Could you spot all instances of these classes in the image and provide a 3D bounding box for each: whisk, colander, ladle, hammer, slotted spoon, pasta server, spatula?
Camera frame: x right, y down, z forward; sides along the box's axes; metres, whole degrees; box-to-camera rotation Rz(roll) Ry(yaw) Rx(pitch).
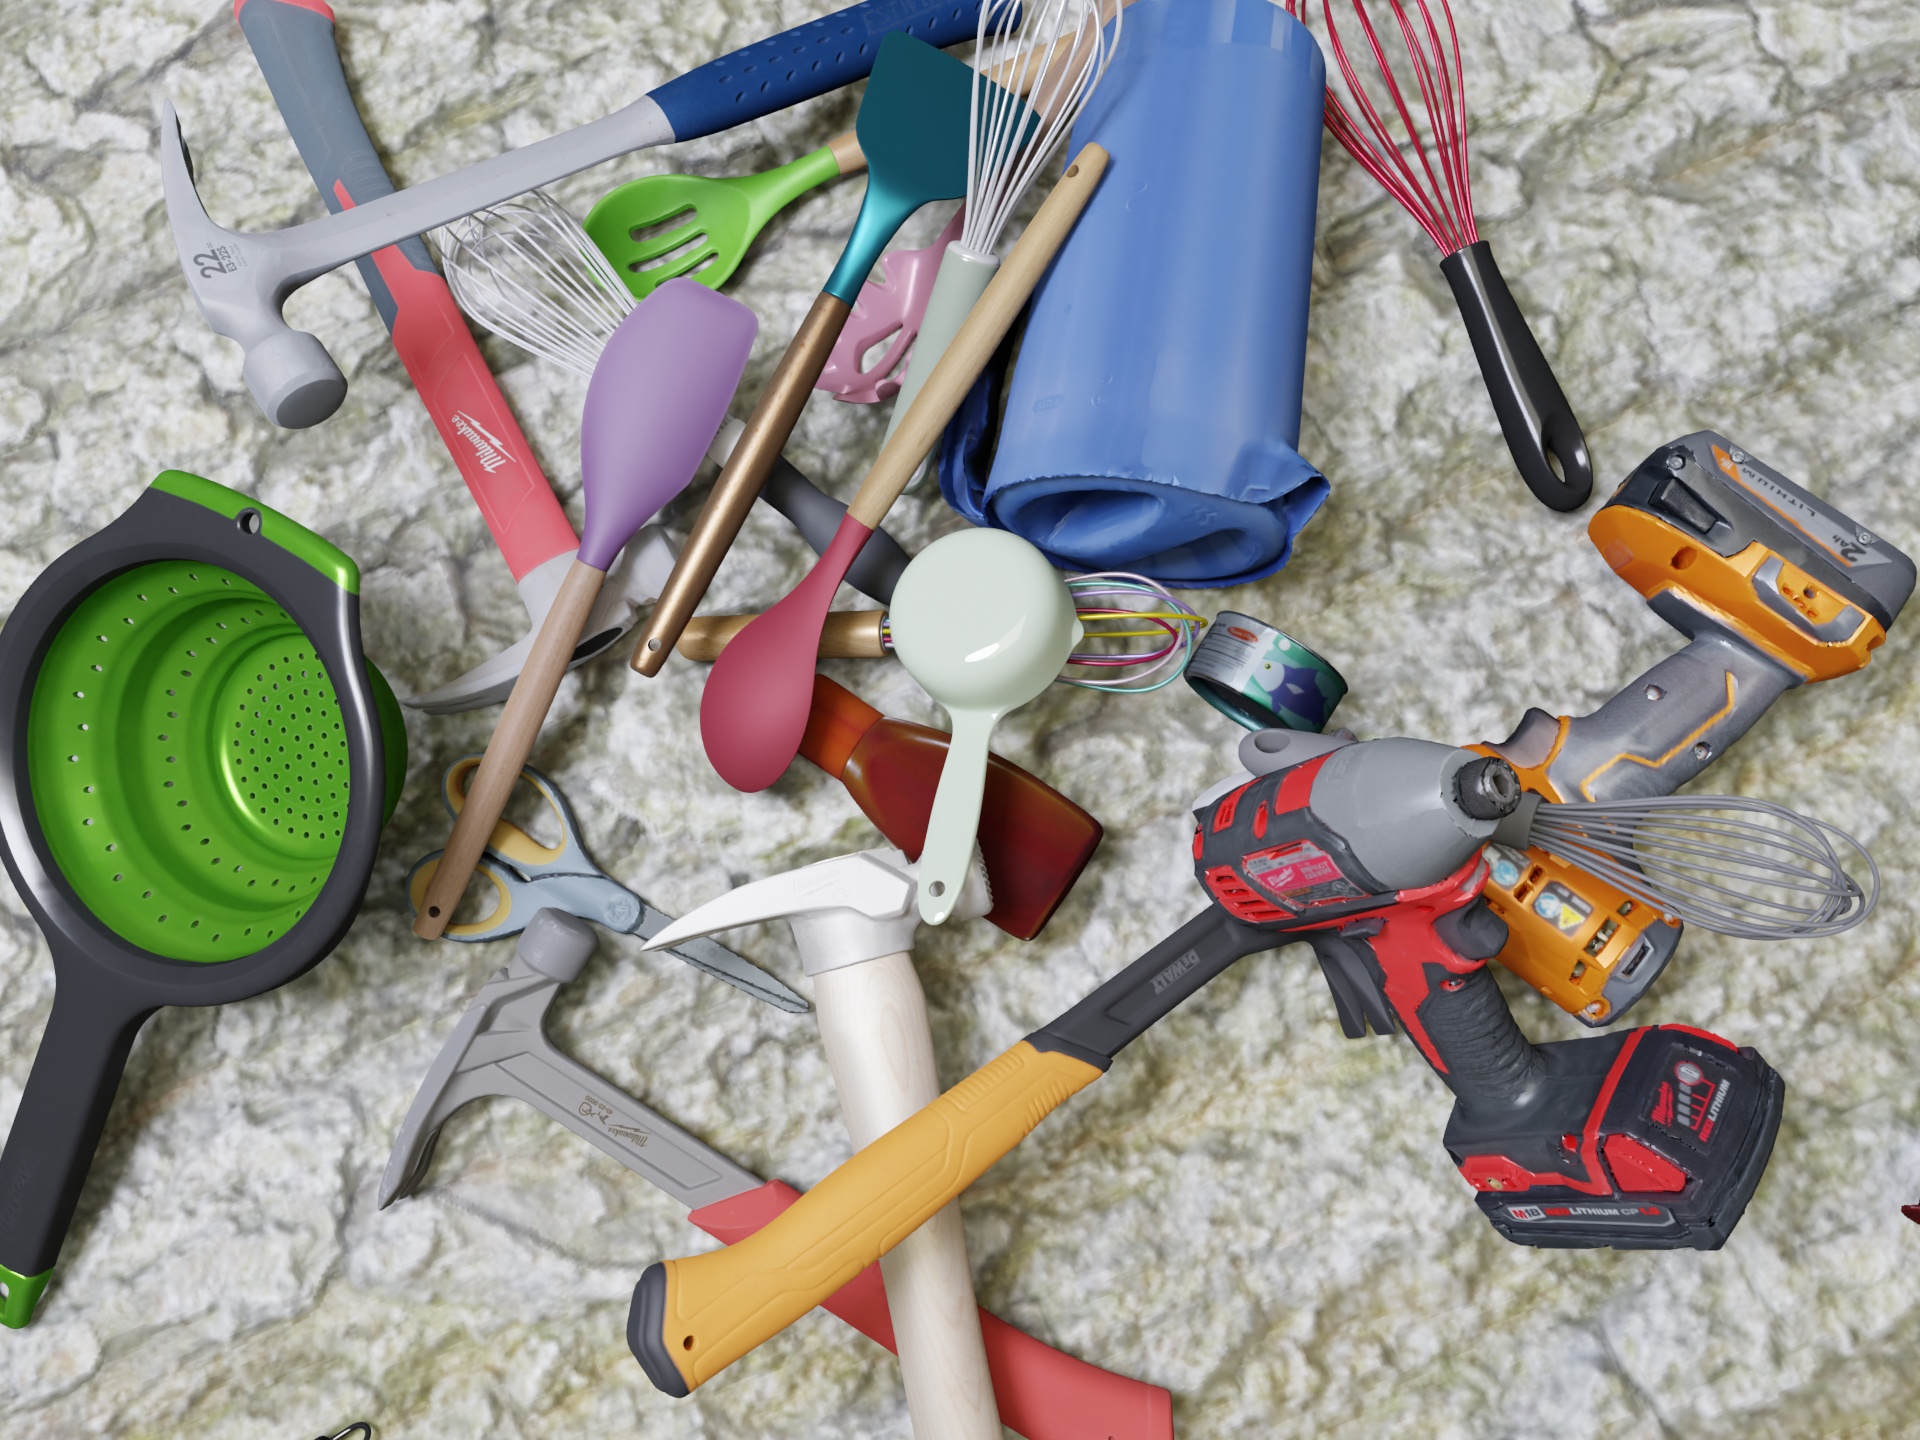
[{"bbox_3d":[-0.129,-0.146,0.730,0.284,0.070,0.070,40,85,-3],"label":"whisk"},{"bbox_3d":[-0.348,0.089,0.715,0.204,0.094,0.397,26,101,13],"label":"colander"},{"bbox_3d":[0.008,-0.210,0.686,0.057,0.059,0.246,15,117,-12],"label":"whisk"},{"bbox_3d":[-0.027,-0.106,0.680,0.069,0.031,0.315,40,101,38],"label":"ladle"},{"bbox_3d":[-0.071,0.233,0.680,0.359,0.036,0.149,30,91,8],"label":"hammer"},{"bbox_3d":[-0.038,-0.282,0.777,0.314,0.031,0.070,-25,80,-2],"label":"slotted spoon"},{"bbox_3d":[0.029,-0.279,0.753,0.060,0.040,0.316,34,89,23],"label":"pasta server"},{"bbox_3d":[0.222,0.037,0.618,0.239,0.055,0.055,15,81,26],"label":"whisk"},{"bbox_3d":[-0.177,-0.047,0.707,0.059,0.018,0.316,24,94,-6],"label":"spatula"},{"bbox_3d":[-0.015,0.257,0.631,0.146,0.038,0.411,-14,80,1],"label":"hammer"},{"bbox_3d":[-0.011,-0.038,0.716,0.245,0.047,0.051,-1,113,15],"label":"whisk"},{"bbox_3d":[-0.066,-0.161,0.708,0.082,0.044,0.317,28,88,-7],"label":"spatula"},{"bbox_3d":[0.224,-0.232,0.733,0.073,0.073,0.296,-22,86,1],"label":"whisk"},{"bbox_3d":[0.026,0.149,0.613,0.337,0.034,0.127,-30,90,-27],"label":"hammer"},{"bbox_3d":[-0.277,-0.192,0.775,0.143,0.038,0.386,-29,79,1],"label":"hammer"},{"bbox_3d":[-0.147,-0.269,0.707,0.405,0.035,0.144,-31,78,-22],"label":"hammer"}]

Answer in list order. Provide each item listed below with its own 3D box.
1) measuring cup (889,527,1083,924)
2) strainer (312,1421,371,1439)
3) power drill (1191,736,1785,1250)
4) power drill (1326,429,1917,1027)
[{"bbox_3d":[-0.001,-0.002,0.646,0.083,0.038,0.168,3,69,22],"label":"measuring cup"},{"bbox_3d":[-0.366,0.380,0.680,0.258,0.050,0.087,-32,36,-7],"label":"strainer"},{"bbox_3d":[0.201,0.098,0.605,0.219,0.143,0.078,48,57,-8],"label":"power drill"},{"bbox_3d":[0.270,-0.007,0.678,0.164,0.084,0.226,37,89,10],"label":"power drill"}]
